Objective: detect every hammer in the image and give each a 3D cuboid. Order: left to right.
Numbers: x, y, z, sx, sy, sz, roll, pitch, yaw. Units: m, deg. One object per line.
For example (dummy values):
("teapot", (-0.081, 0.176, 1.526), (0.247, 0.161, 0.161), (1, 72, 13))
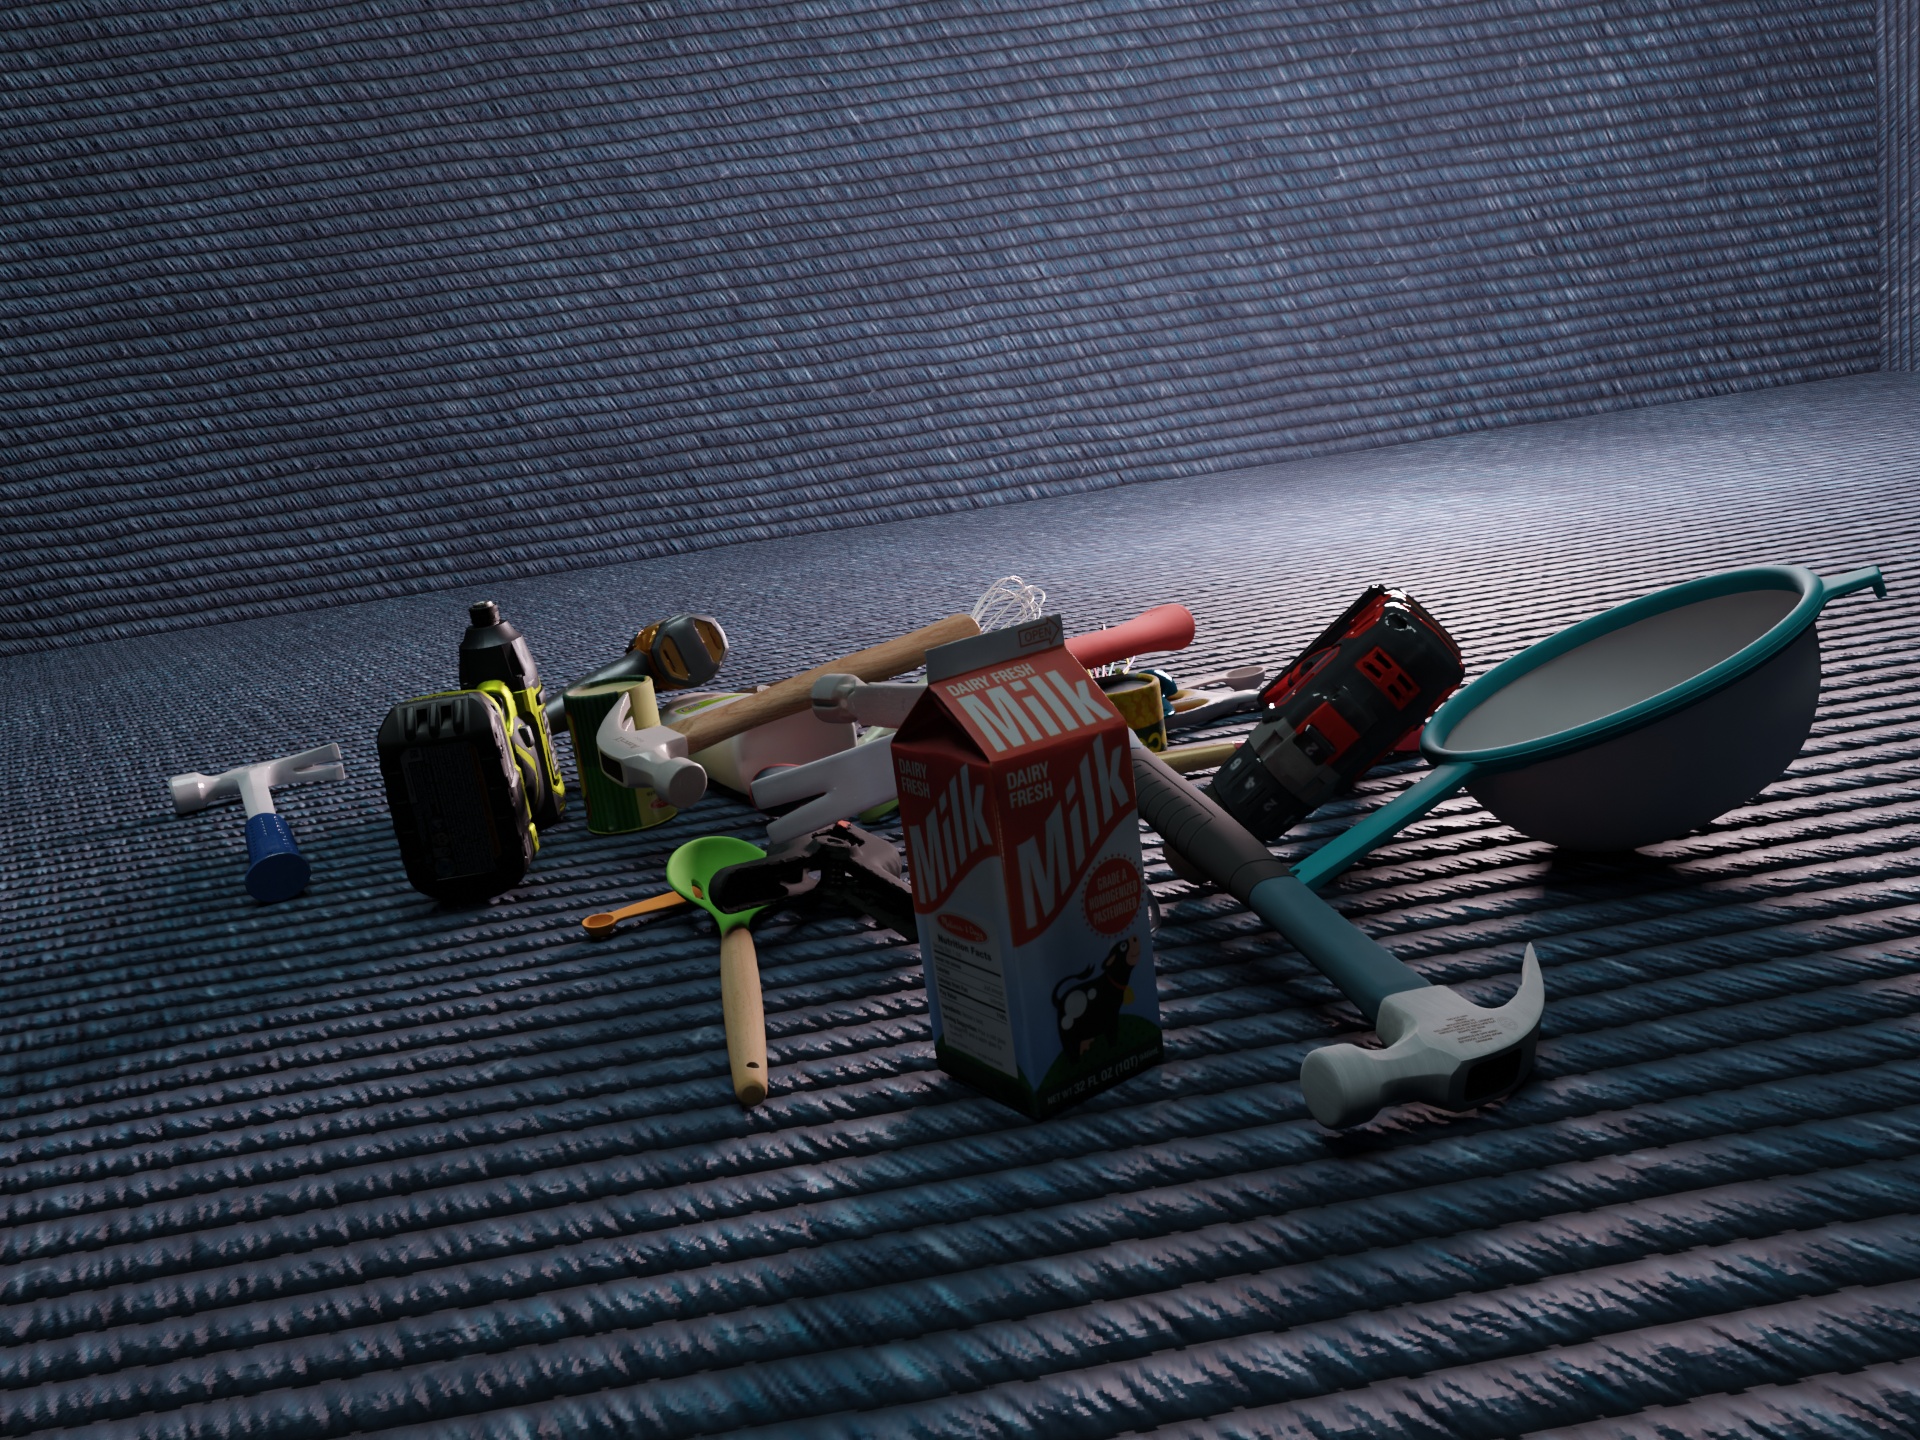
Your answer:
("hammer", (-0.553, 0.078, 1.275), (0.144, 0.035, 0.406), (-15, 14, -24))
("hammer", (-0.113, -0.021, 1.145), (0.130, 0.031, 0.331), (21, 32, 41))
("hammer", (-0.088, 0.038, 0.938), (0.143, 0.038, 0.386), (-21, 1, -19))
("hammer", (0.069, -0.040, 1.087), (0.149, 0.036, 0.359), (3, 12, 37))
("hammer", (0.135, 0.073, 0.726), (0.128, 0.033, 0.331), (-6, 23, -20))

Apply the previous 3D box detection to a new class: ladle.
("ladle", (0.159, 0.026, 1.072), (0.315, 0.031, 0.069), (-10, 13, 2))

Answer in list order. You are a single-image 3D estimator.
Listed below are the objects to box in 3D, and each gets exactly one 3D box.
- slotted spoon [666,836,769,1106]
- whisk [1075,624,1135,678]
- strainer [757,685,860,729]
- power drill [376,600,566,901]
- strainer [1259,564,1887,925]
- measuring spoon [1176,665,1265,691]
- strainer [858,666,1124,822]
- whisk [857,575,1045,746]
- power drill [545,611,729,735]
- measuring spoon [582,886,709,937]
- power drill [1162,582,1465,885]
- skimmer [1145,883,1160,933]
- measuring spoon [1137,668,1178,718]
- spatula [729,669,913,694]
("slotted spoon", (-0.118, 0.123, 0.827), (0.070, 0.031, 0.314), (7, 12, -12))
("whisk", (0.112, -0.029, 1.299), (0.051, 0.047, 0.245), (-38, 11, 16))
("strainer", (-0.042, -0.012, 1.325), (0.258, 0.050, 0.086), (-3, -27, 2))
("power drill", (-0.330, 0.018, 1.103), (0.080, 0.171, 0.223), (-9, 16, -3))
("strainer", (0.305, 0.039, 0.819), (0.340, 0.095, 0.211), (-31, 7, -13))
("measuring spoon", (0.187, -0.021, 1.291), (0.124, 0.018, 0.034), (-14, 12, 8))
("strainer", (-0.002, -0.004, 1.163), (0.151, 0.069, 0.256), (-11, 14, 39))
("whisk", (-0.008, -0.041, 1.291), (0.059, 0.057, 0.246), (3, 37, 42))
("power drill", (-0.314, -0.020, 1.326), (0.226, 0.084, 0.185), (-30, 11, -20))
("measuring spoon", (-0.171, 0.111, 0.954), (0.117, 0.011, 0.021), (-13, 19, -35))
("power drill", (0.206, 0.006, 0.914), (0.188, 0.080, 0.226), (-46, -7, 19))
("skimmer", (0.051, 0.041, 0.900), (0.127, 0.090, 0.363), (29, 16, -2))
("measuring spoon", (0.148, -0.022, 1.207), (0.042, 0.021, 0.129), (-9, 10, 3))
("spatula", (-0.145, -0.028, 1.387), (0.059, 0.018, 0.316), (11, -14, -41))
